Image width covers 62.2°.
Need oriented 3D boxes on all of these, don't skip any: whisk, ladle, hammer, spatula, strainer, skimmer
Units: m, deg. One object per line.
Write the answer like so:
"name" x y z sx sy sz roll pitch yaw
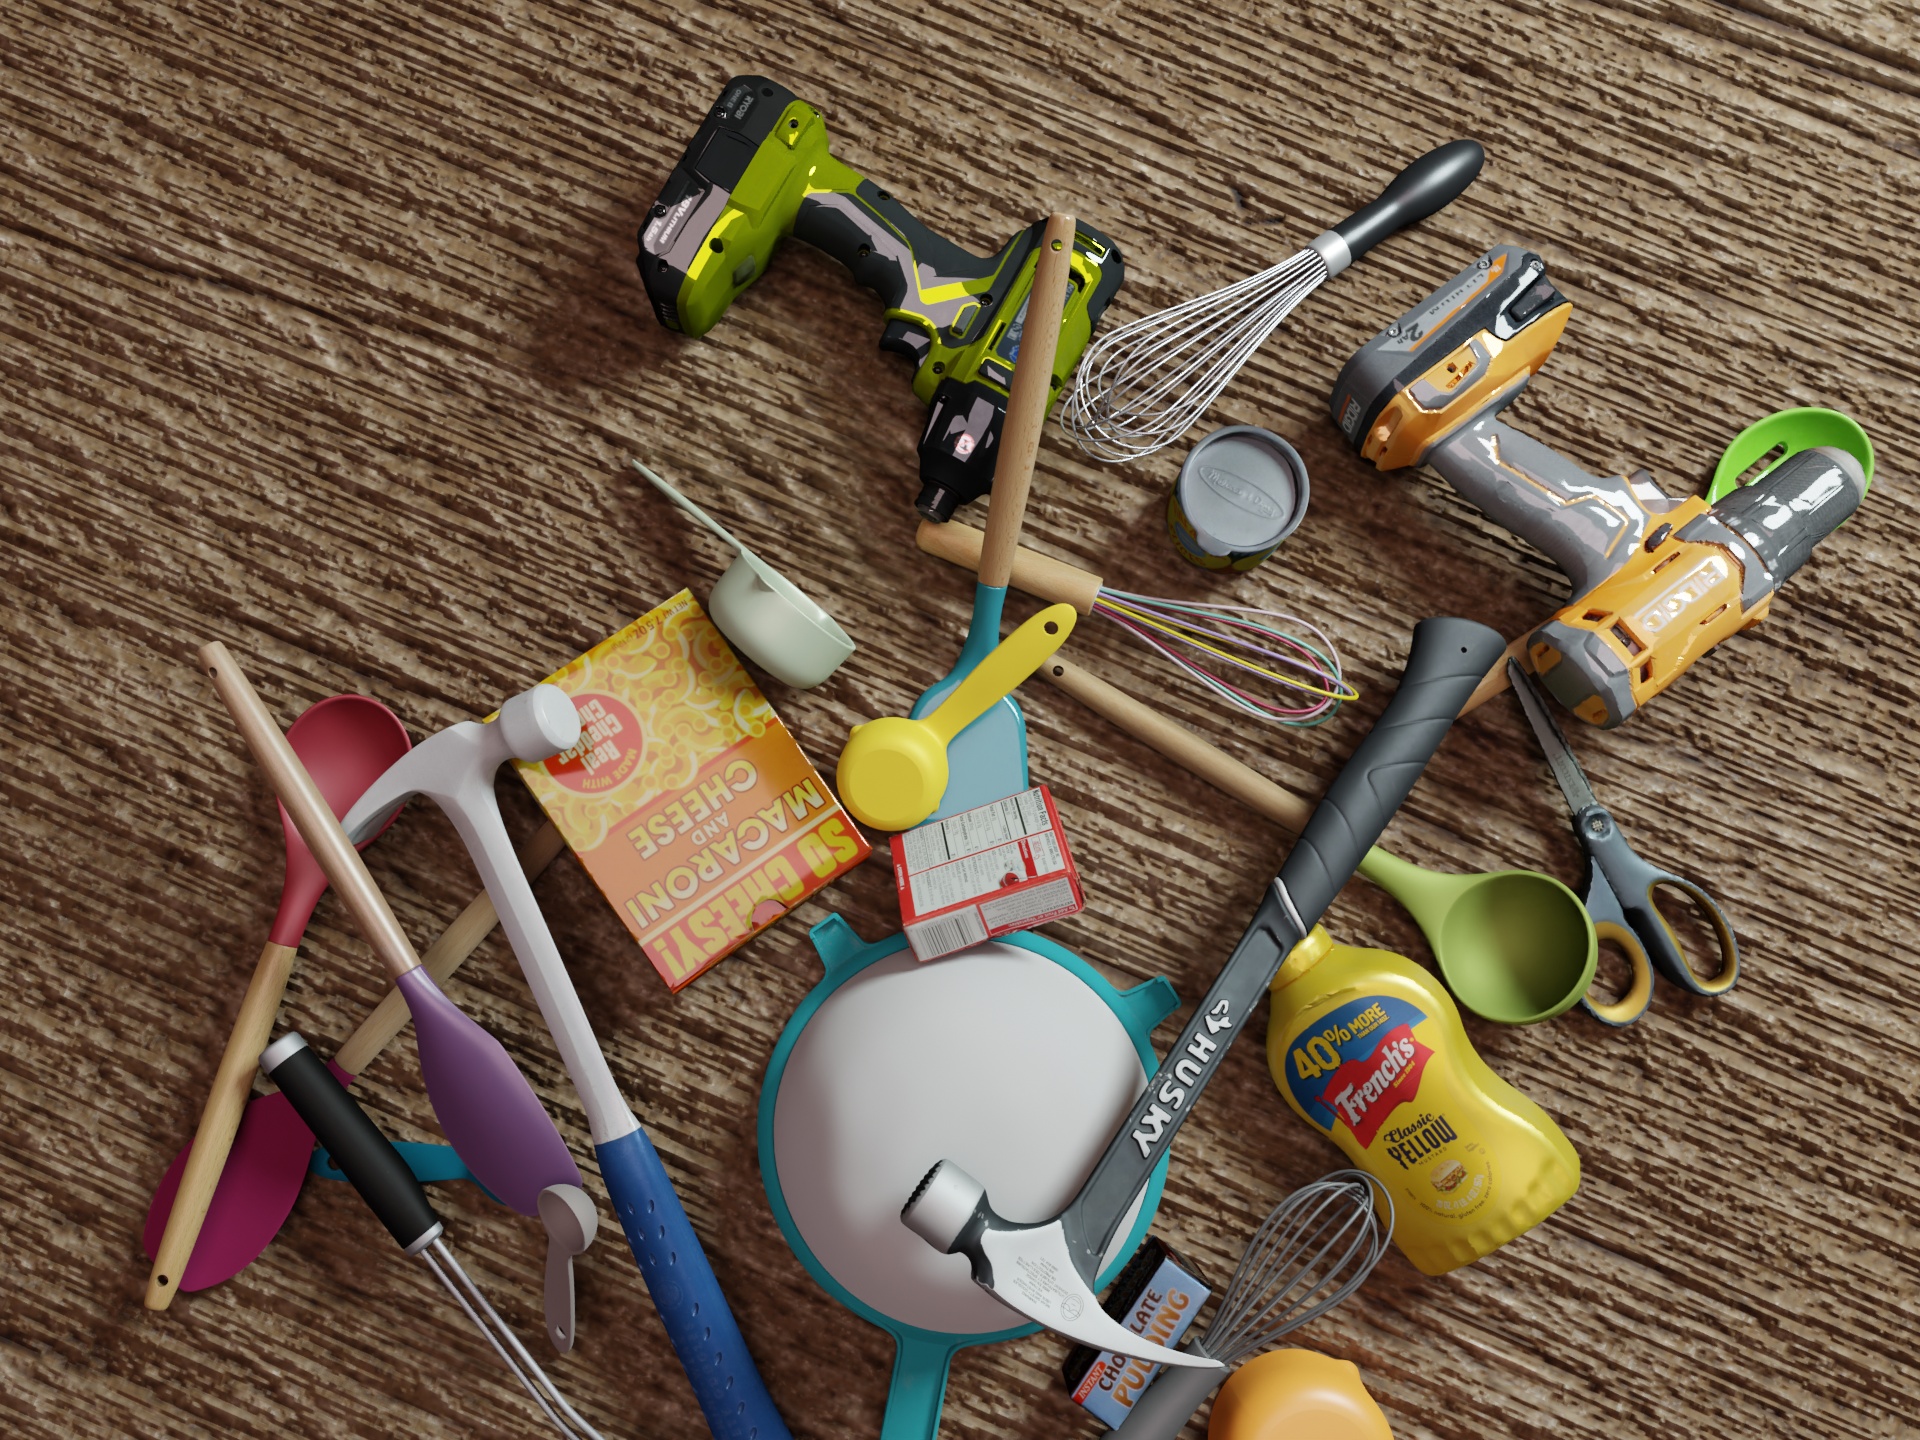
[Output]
"whisk" 0.170 -0.230 0.848 0.284 0.070 0.070 -36 85 -9
"whisk" 0.091 -0.056 0.835 0.245 0.051 0.047 22 46 7
"ladle" 0.174 0.050 0.812 0.320 0.062 0.078 32 90 6
"hammer" 0.149 0.108 0.749 0.149 0.036 0.409 36 71 5
"spatula" -0.280 0.100 0.763 0.060 0.018 0.316 -31 90 21
"strainer" -0.010 0.267 0.764 0.211 0.095 0.340 11 82 1
"hammer" -0.176 0.194 0.776 0.144 0.035 0.405 -23 92 18
"ladle" -0.351 0.139 0.805 0.069 0.031 0.315 17 81 -6
"whisk" 0.124 0.312 0.775 0.055 0.055 0.239 40 95 4
"spatula" 0.022 -0.090 0.797 0.082 0.044 0.317 11 111 2
"skimmer" -0.232 0.306 0.751 0.127 0.090 0.363 -39 88 16

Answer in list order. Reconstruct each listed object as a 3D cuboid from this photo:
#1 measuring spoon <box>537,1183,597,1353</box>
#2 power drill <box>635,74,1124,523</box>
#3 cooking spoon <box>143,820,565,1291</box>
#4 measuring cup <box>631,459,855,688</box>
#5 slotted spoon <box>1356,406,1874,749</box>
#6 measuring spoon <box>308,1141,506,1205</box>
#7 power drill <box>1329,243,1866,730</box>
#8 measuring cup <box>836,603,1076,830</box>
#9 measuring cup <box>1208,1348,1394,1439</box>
"measuring spoon" -0.189 0.266 0.771 0.034 0.124 0.018 32 40 26
"power drill" -0.048 -0.220 0.834 0.223 0.080 0.171 29 83 0
"cooking spoon" -0.297 0.158 0.815 0.069 0.017 0.319 40 85 15
"measuring cup" -0.126 -0.076 0.827 0.168 0.083 0.038 41 95 20
"slotted spoon" 0.341 -0.064 0.840 0.314 0.031 0.070 -33 84 -2
"measuring spoon" -0.270 0.225 0.805 0.128 0.021 0.042 1 83 0
"power drill" 0.324 -0.133 0.808 0.185 0.084 0.226 -37 77 -4
"measuring cup" -0.001 -0.003 0.797 0.156 0.029 0.062 -42 96 18
"measuring cup" 0.200 0.386 0.771 0.173 0.052 0.095 40 85 6
